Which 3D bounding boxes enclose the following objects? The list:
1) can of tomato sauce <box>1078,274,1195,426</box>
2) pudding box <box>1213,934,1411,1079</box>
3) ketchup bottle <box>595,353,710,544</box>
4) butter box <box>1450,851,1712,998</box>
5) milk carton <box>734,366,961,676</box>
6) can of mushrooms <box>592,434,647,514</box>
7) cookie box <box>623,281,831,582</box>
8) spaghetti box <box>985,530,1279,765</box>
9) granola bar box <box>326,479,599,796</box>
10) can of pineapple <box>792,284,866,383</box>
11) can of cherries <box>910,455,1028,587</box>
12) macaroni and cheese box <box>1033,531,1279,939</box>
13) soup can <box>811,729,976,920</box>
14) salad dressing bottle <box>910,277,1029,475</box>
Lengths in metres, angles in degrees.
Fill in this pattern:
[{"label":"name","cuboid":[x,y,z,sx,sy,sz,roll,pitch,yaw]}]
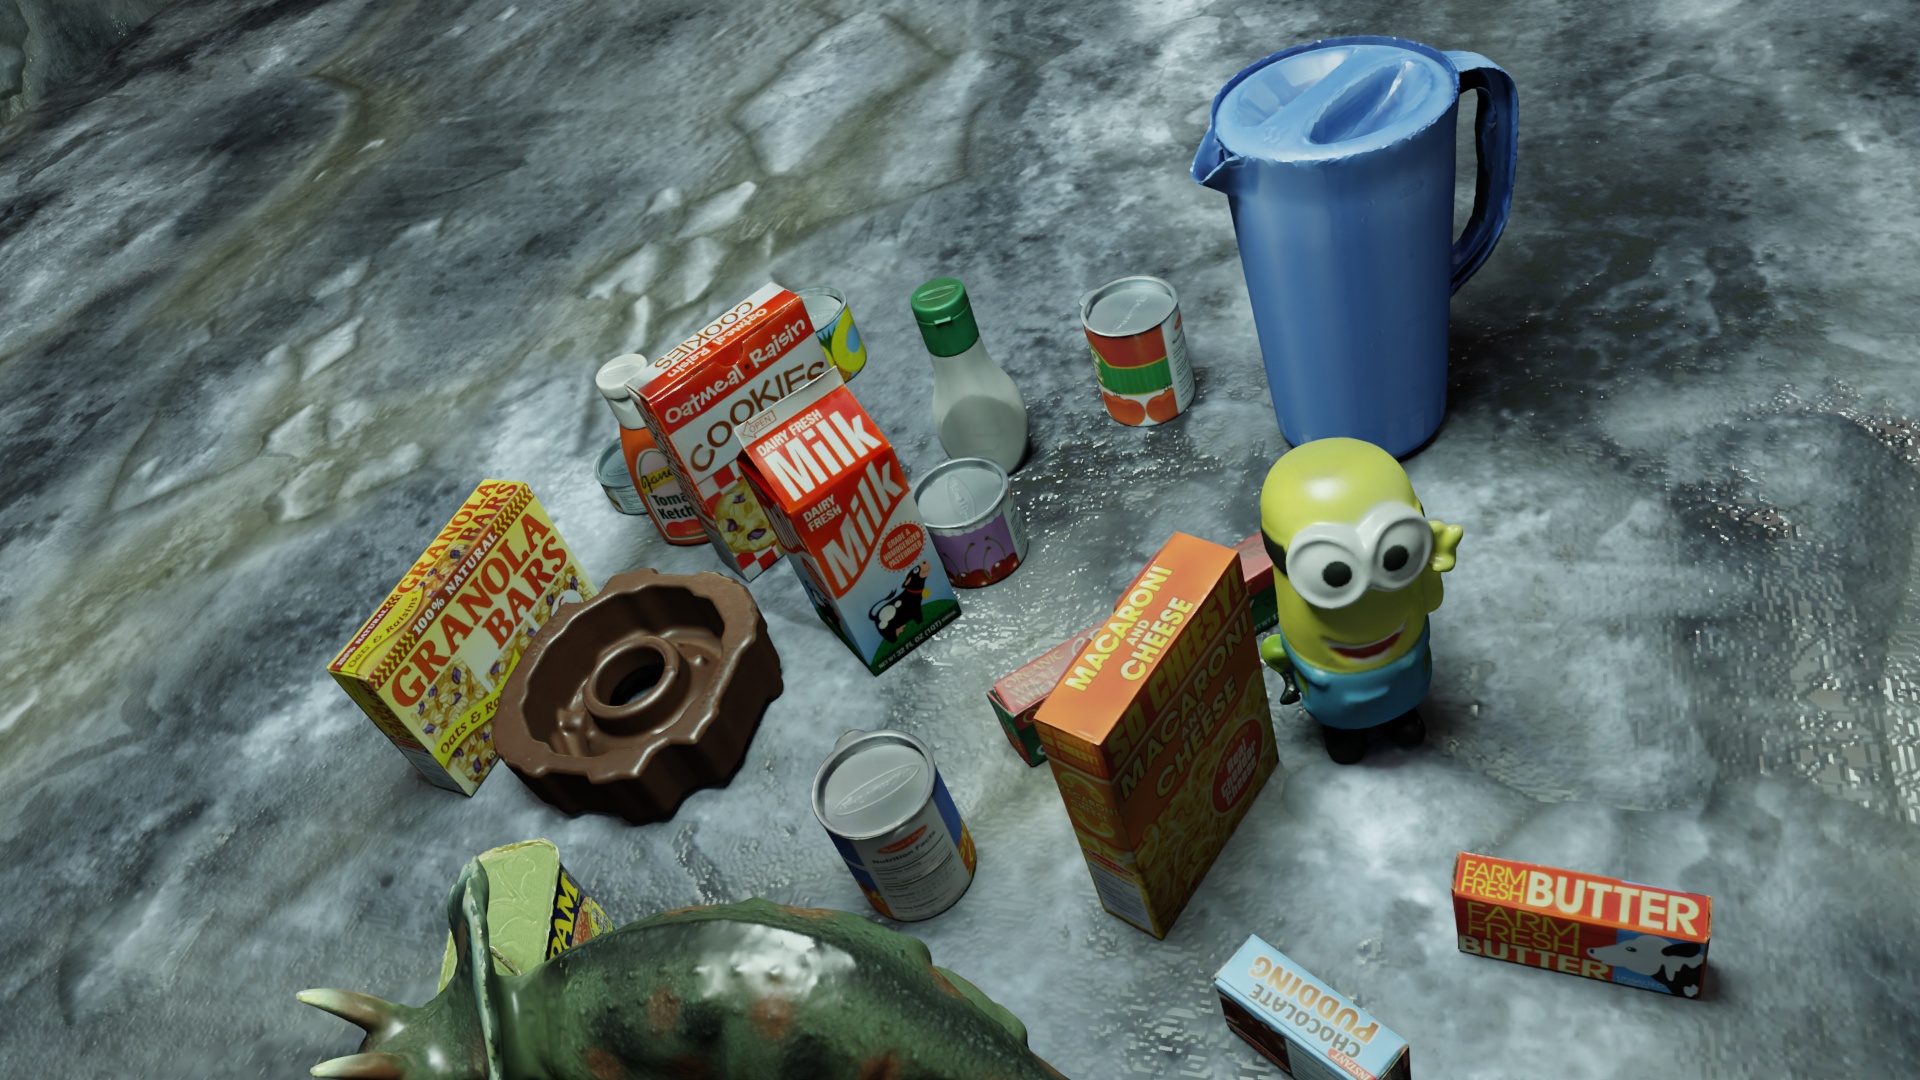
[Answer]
[{"label":"can of tomato sauce","cuboid":[0.121,-0.130,0.959,0.071,0.082,0.071,-11,43,11]},{"label":"pudding box","cuboid":[0.155,0.217,0.612,0.030,0.049,0.084,-42,46,-21]},{"label":"ketchup bottle","cuboid":[-0.205,-0.062,0.967,0.065,0.148,0.044,-11,43,10]},{"label":"butter box","cuboid":[0.272,0.170,0.614,0.103,0.053,0.024,6,49,26]},{"label":"milk carton","cuboid":[-0.071,-0.015,0.835,0.072,0.189,0.073,-35,44,-15]},{"label":"can of mushrooms","cuboid":[-0.242,-0.055,1.059,0.071,0.033,0.071,-11,43,11]},{"label":"cookie box","cuboid":[-0.135,-0.071,0.935,0.123,0.166,0.040,-40,45,-20]},{"label":"spaghetti box","cuboid":[0.133,0.046,0.797,0.250,0.050,0.029,-29,43,-9]},{"label":"granola bar box","cuboid":[-0.313,0.061,0.900,0.039,0.123,0.166,6,49,27]},{"label":"can of pineapple","cuboid":[-0.114,-0.158,1.098,0.071,0.057,0.071,-11,43,11]},{"label":"can of cherries","cuboid":[0.003,-0.011,0.900,0.071,0.058,0.072,-11,43,11]},{"label":"macaroni and cheese box","cuboid":[0.100,0.097,0.672,0.040,0.165,0.124,19,55,35]},{"label":"soup can","cuboid":[-0.034,0.149,0.731,0.071,0.083,0.072,-11,43,11]},{"label":"salad dressing bottle","cuboid":[0.005,-0.107,0.932,0.064,0.147,0.044,-14,43,7]}]
